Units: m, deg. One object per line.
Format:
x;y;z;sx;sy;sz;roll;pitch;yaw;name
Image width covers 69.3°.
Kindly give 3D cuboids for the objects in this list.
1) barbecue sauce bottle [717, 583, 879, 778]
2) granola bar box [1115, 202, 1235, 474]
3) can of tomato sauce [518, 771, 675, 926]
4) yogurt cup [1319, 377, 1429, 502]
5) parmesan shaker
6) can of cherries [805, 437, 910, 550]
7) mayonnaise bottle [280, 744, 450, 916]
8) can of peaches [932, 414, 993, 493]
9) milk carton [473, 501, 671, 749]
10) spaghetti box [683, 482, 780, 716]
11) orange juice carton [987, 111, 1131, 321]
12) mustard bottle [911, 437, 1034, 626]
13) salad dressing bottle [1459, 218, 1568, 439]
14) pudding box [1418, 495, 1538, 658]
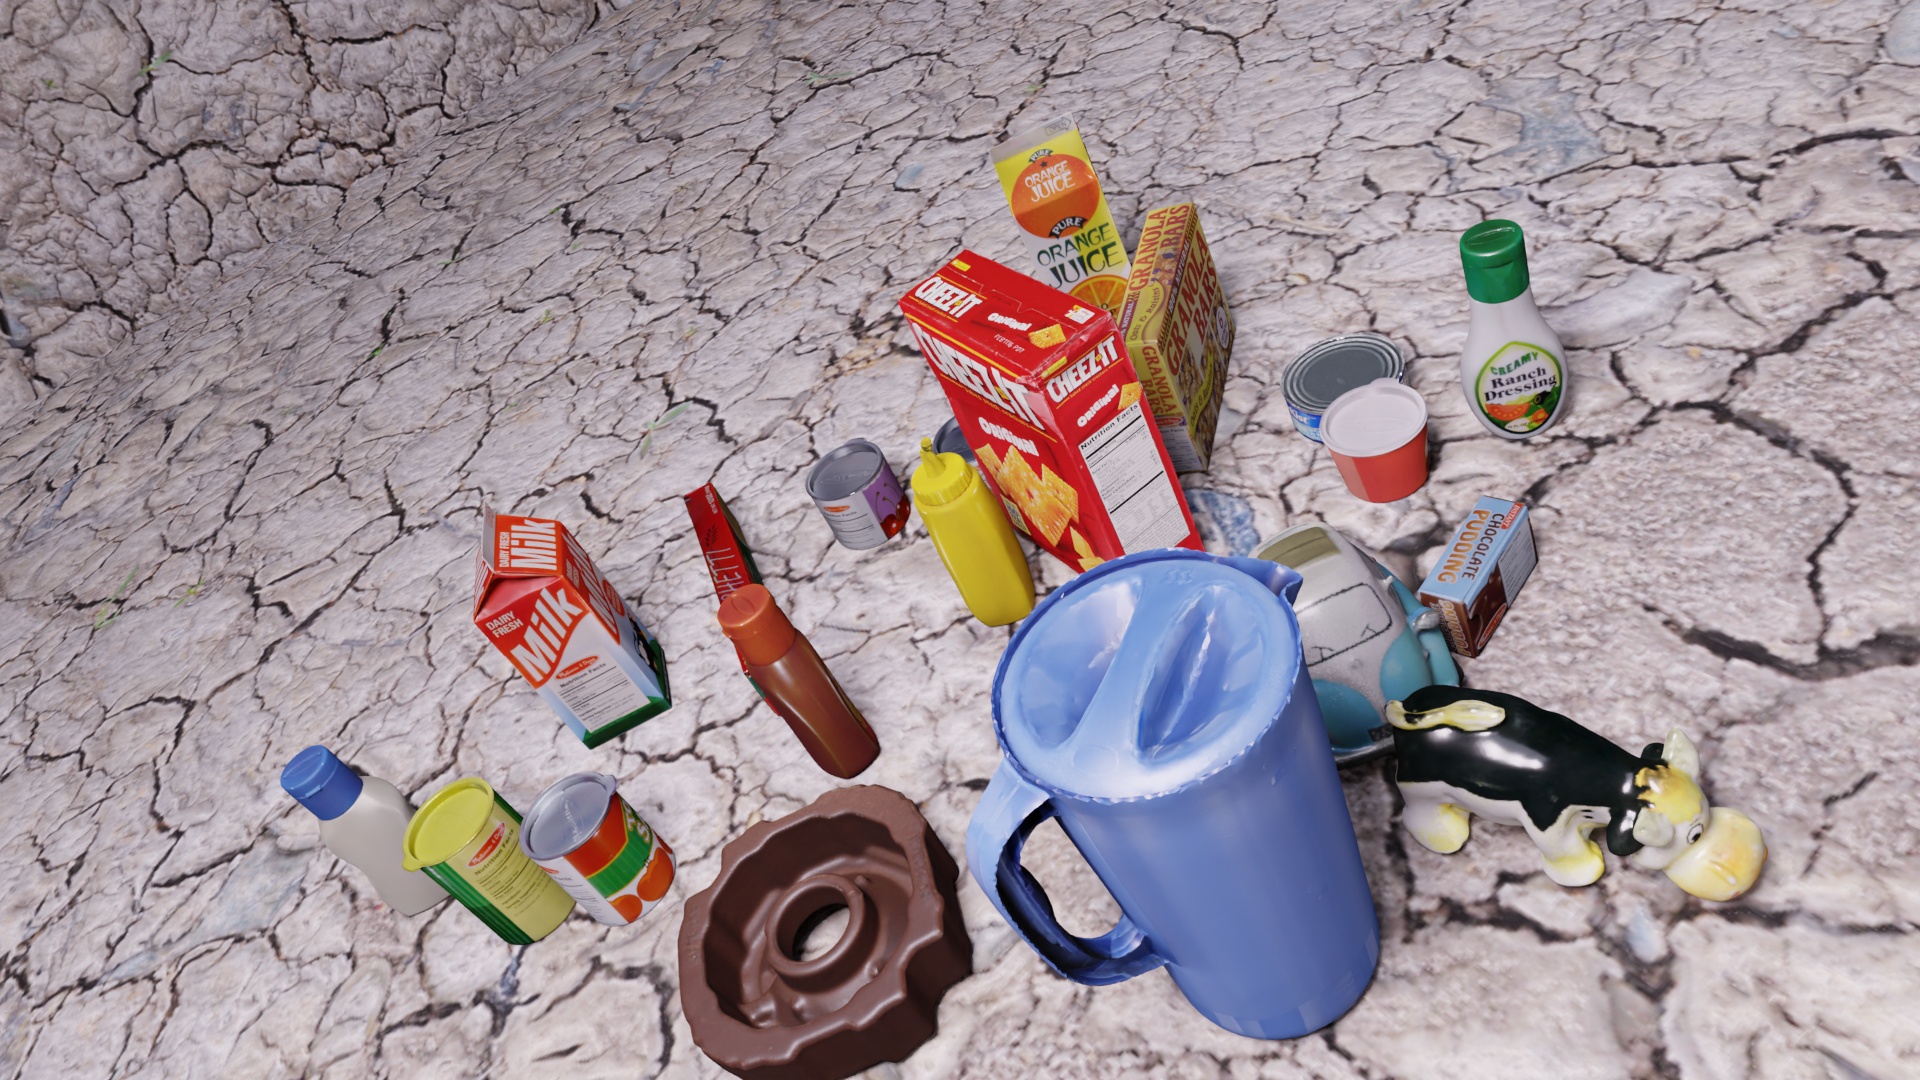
-0.106;0.090;0.895;0.044;0.148;0.065;-40;40;-14;barbecue sauce bottle
0.158;-0.148;1.020;0.039;0.123;0.166;-6;44;27;granola bar box
-0.233;0.200;0.903;0.071;0.082;0.071;-17;40;15;can of tomato sauce
0.275;-0.062;0.909;0.072;0.053;0.073;-17;40;15;yogurt cup
-0.309;0.215;0.916;0.071;0.102;0.072;-17;40;15;parmesan shaker
-0.079;-0.037;1.092;0.071;0.058;0.072;-17;40;15;can of cherries
-0.403;0.198;0.956;0.065;0.147;0.041;-33;38;-5;mayonnaise bottle
0.019;-0.063;1.062;0.071;0.057;0.071;-17;40;15;can of peaches
-0.292;0.057;1.011;0.073;0.189;0.072;-27;38;2;milk carton
-0.169;0.039;1.070;0.029;0.050;0.251;-30;38;-2;spaghetti box
0.089;-0.247;1.117;0.072;0.192;0.073;-21;39;10;orange juice carton
0.003;-0.012;0.933;0.049;0.159;0.065;-20;39;12;mustard bottle
0.342;-0.131;0.870;0.064;0.147;0.044;-15;40;18;salad dressing bottle
0.301;0.020;0.805;0.030;0.049;0.084;17;57;42;pudding box
